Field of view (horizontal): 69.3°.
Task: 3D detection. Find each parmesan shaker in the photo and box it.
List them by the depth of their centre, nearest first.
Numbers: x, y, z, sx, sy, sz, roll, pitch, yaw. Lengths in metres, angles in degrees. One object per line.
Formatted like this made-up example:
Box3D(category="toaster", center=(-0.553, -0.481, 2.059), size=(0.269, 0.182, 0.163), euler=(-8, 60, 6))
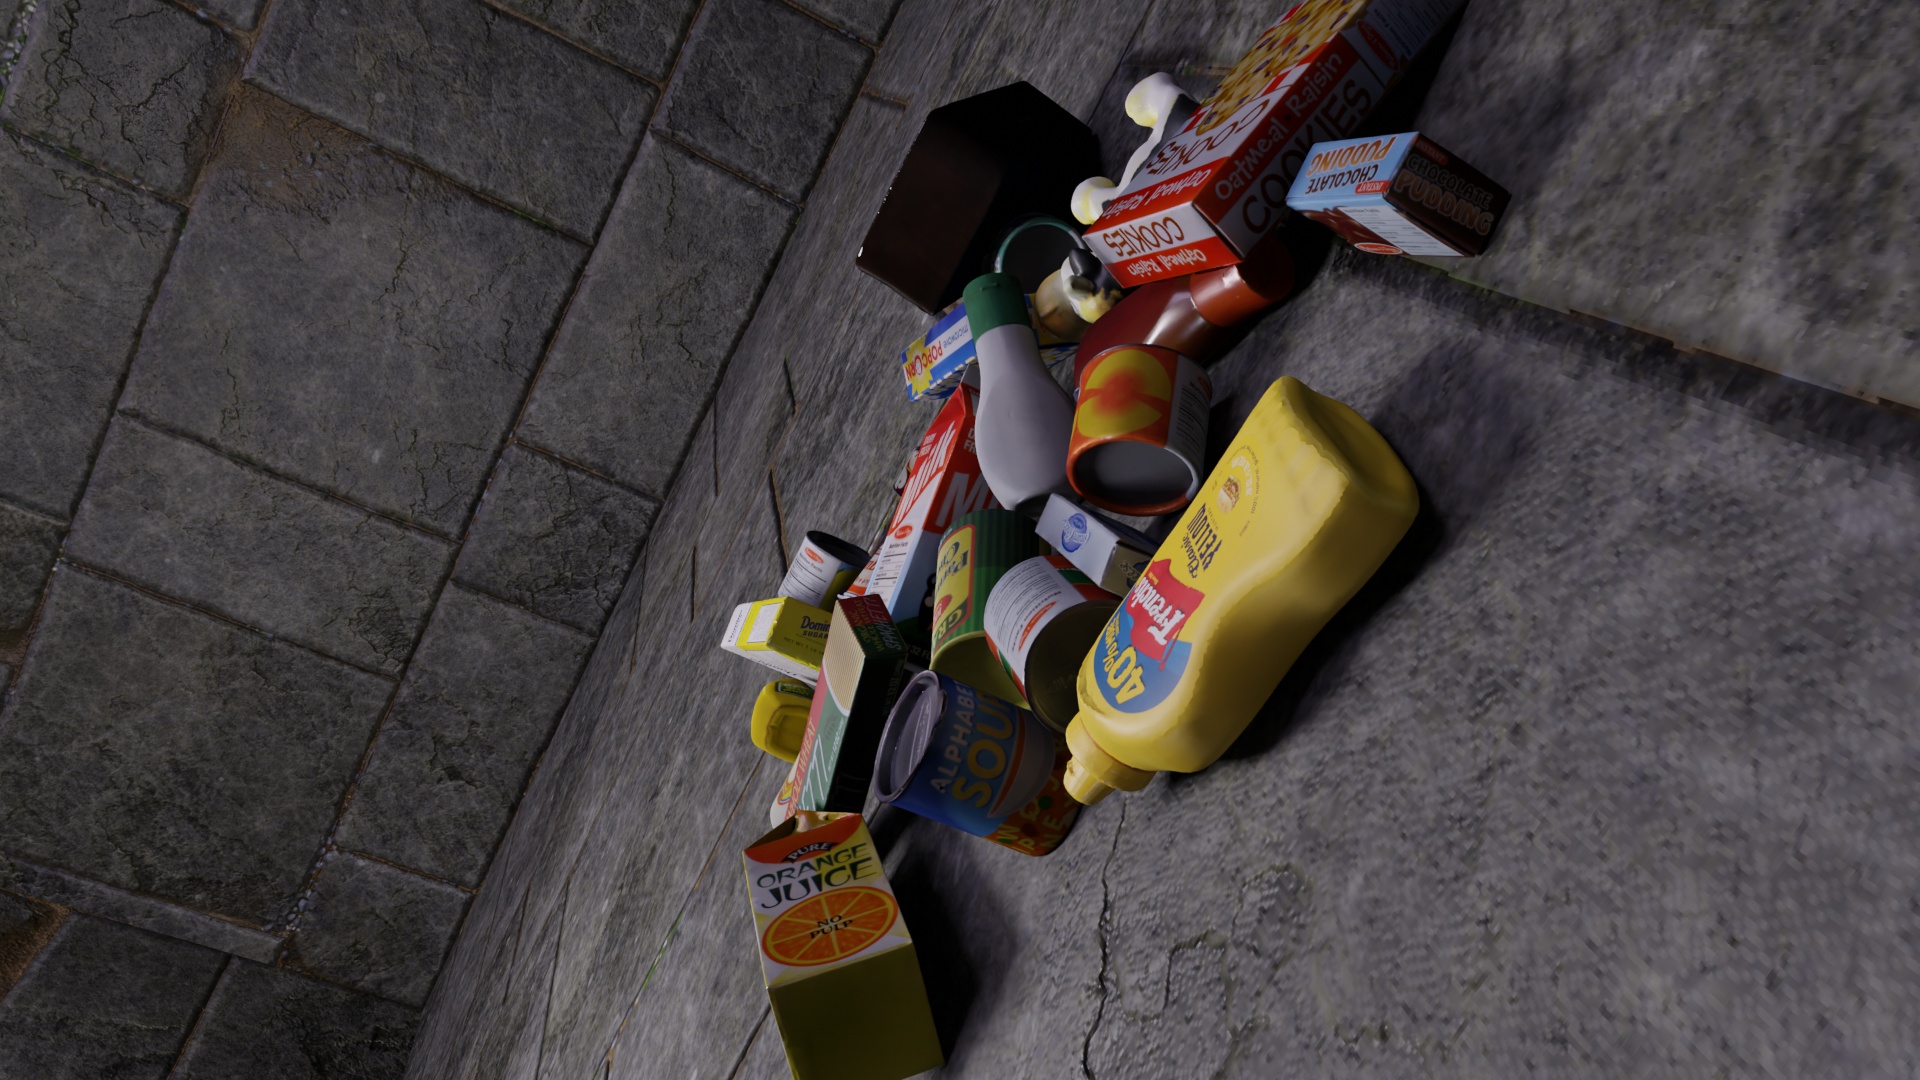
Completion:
Box3D(category="parmesan shaker", center=(0.017, 0.040, 0.763), size=(0.071, 0.071, 0.103), euler=(-54, 21, 34))

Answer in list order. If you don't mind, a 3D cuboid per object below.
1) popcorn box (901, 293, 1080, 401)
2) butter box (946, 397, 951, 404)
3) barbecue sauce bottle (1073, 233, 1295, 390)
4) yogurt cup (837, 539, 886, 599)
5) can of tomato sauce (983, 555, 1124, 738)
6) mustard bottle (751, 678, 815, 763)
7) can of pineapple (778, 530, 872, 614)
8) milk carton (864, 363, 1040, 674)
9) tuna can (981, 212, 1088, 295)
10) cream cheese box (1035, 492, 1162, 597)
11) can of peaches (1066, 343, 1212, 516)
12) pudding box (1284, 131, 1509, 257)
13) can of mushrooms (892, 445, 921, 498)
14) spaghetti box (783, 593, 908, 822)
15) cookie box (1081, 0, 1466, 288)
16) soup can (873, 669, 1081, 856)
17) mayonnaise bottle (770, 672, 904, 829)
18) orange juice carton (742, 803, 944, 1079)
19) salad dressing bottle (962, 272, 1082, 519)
Box3D(category="popcorn box", center=(0.022, -0.130, 0.931), size=(0.126, 0.085, 0.038), euler=(158, 100, -66))
Box3D(category="butter box", center=(-0.005, -0.072, 1.043), size=(0.103, 0.024, 0.053), euler=(-66, 18, 0))
Box3D(category="barbecue sauce bottle", center=(0.113, -0.114, 0.721), size=(0.148, 0.043, 0.065), euler=(-30, 40, 61))
Box3D(category="yogurt cup", center=(-0.038, 0.032, 0.940), size=(0.054, 0.072, 0.072), euler=(-61, 16, -10))
Box3D(category="can of tomato sauce", center=(0.053, 0.049, 0.651), size=(0.071, 0.071, 0.083), euler=(-64, 17, 7))
Box3D(category="mustard bottle", center=(-0.132, 0.136, 1.083), size=(0.160, 0.065, 0.049), euler=(-161, 91, -76))
Box3D(category="can of pineapple", center=(-0.108, 0.033, 1.143), size=(0.057, 0.071, 0.071), euler=(-63, 18, 11))
Box3D(category="milk carton", center=(0.003, -0.011, 0.862), size=(0.073, 0.072, 0.191), euler=(-11, 58, 69))
Box3D(category="tuna can", center=(0.052, -0.190, 0.956), size=(0.071, 0.071, 0.033), euler=(-63, 18, 11))
Box3D(category="cream cheese box", center=(0.076, 0.007, 0.656), size=(0.024, 0.053, 0.104), euler=(-66, 17, 7))
Box3D(category="can of peaches", center=(0.086, -0.052, 0.679), size=(0.071, 0.071, 0.058), euler=(-43, 29, 52))
Box3D(category="pudding box", center=(0.174, -0.139, 0.564), size=(0.030, 0.049, 0.084), euler=(-63, 17, 5))
Box3D(category="can of mushrooms", center=(-0.007, -0.034, 0.936), size=(0.033, 0.071, 0.071), euler=(-61, 18, 12))
Box3D(category="spaghetti box", center=(-0.077, 0.143, 0.837), size=(0.050, 0.029, 0.248), euler=(59, 143, 44))
Box3D(category="cookie box", center=(0.145, -0.197, 0.665), size=(0.168, 0.040, 0.123), euler=(-49, 16, -9))
Box3D(category="soup can", center=(0.011, 0.106, 0.663), size=(0.071, 0.084, 0.072), euler=(-55, 21, 33))
Box3D(category="mayonnaise bottle", center=(-0.085, 0.140, 0.972), size=(0.147, 0.041, 0.065), euler=(-63, 16, 10))
Box3D(category="orange juice carton", center=(-0.070, 0.209, 0.742), size=(0.193, 0.073, 0.071), euler=(-137, 33, -72))
Box3D(category="salad dressing bottle", center=(0.034, -0.087, 0.818), size=(0.044, 0.064, 0.148), euler=(61, -165, -68))
